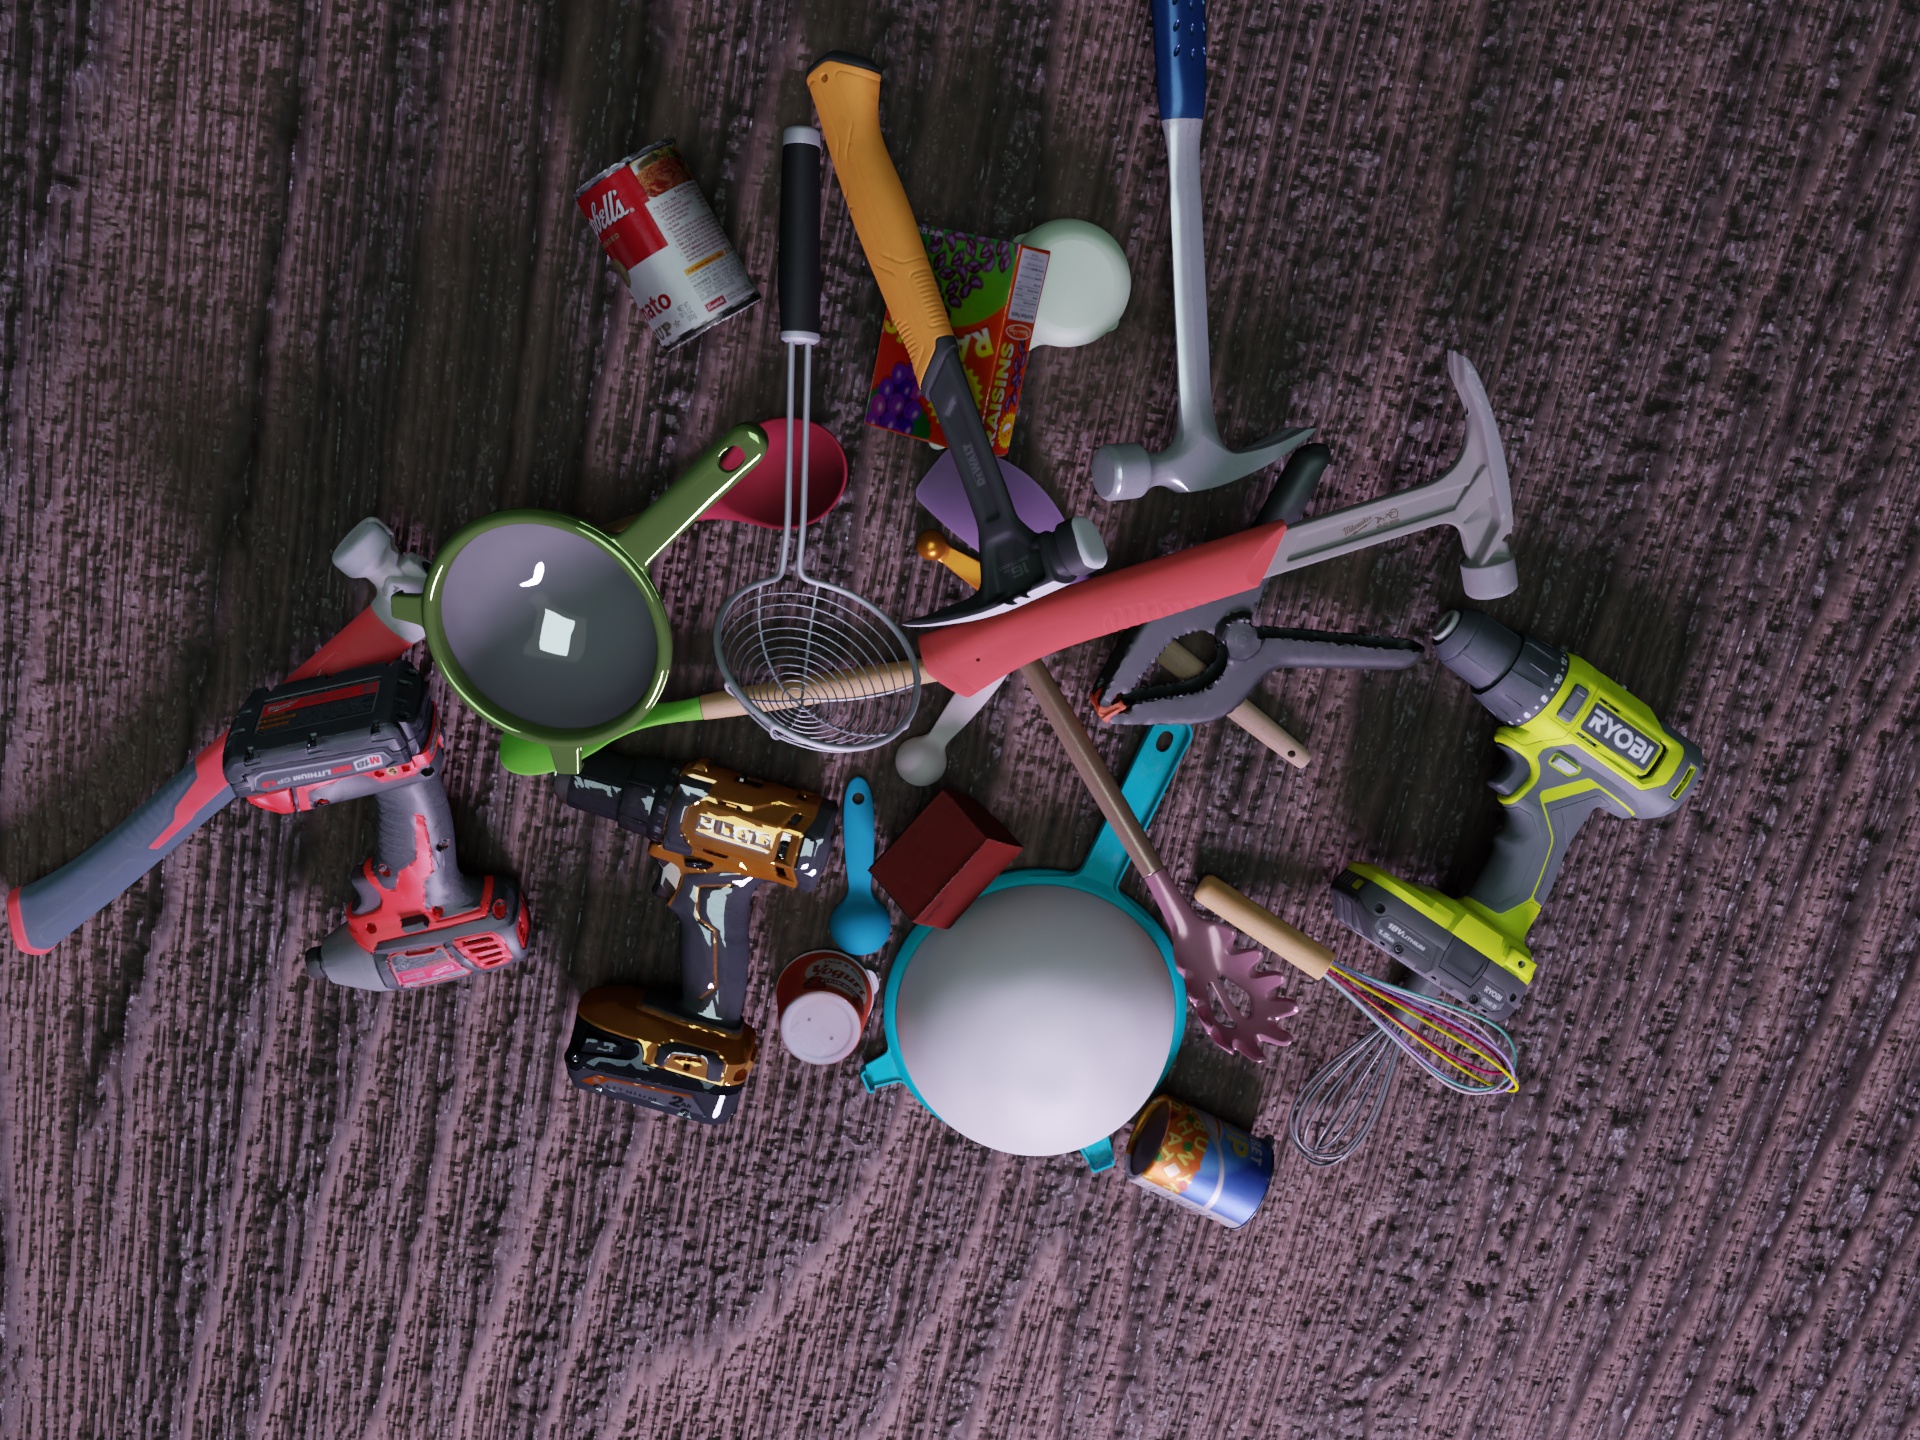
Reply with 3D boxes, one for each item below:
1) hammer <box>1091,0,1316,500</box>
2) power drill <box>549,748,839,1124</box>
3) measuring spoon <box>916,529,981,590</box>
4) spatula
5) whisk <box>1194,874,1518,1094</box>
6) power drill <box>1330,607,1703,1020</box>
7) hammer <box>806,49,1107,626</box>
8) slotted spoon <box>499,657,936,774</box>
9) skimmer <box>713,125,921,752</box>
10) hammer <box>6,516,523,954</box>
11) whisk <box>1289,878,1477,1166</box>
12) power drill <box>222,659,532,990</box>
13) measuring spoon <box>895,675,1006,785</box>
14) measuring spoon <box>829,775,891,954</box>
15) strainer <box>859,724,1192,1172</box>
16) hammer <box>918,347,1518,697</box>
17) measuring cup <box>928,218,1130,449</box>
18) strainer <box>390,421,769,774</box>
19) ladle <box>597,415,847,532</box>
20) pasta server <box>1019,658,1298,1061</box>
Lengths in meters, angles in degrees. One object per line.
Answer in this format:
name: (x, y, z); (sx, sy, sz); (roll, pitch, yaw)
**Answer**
hammer: (0.134, -0.338, 0.927); (0.144, 0.035, 0.405); (-10, 103, -23)
power drill: (-0.196, 0.132, 1.044); (0.185, 0.084, 0.226); (17, 101, -3)
measuring spoon: (0.022, -0.086, 1.021); (0.117, 0.011, 0.021); (32, 103, -10)
spatula: (0.108, -0.068, 1.026); (0.315, 0.018, 0.059); (38, 112, -11)
whisk: (0.265, 0.175, 1.061); (0.245, 0.047, 0.051); (33, 101, 8)
power drill: (0.343, 0.057, 1.028); (0.190, 0.080, 0.228); (33, 90, -7)
hammer: (-0.026, -0.222, 0.918); (0.127, 0.034, 0.337); (-21, 86, 31)
slotted spoon: (-0.140, -0.014, 1.019); (0.313, 0.070, 0.031); (-9, 133, -5)
skimmer: (-0.081, -0.165, 0.921); (0.127, 0.090, 0.363); (-1, 93, -30)
hammer: (-0.456, 0.039, 1.019); (0.386, 0.038, 0.143); (-37, 120, 12)
whisk: (0.302, 0.207, 1.102); (0.055, 0.055, 0.239); (30, 98, -10)
power drill: (-0.368, 0.080, 0.998); (0.143, 0.079, 0.219); (-12, 125, -3)
measuring spoon: (-0.002, -0.003, 1.030); (0.034, 0.018, 0.124); (34, 113, -8)
measuring spoon: (-0.068, 0.101, 1.066); (0.042, 0.021, 0.128); (-1, 107, -2)
strainer: (0.078, 0.157, 1.050); (0.211, 0.095, 0.340); (22, 105, -8)
hammer: (0.146, -0.097, 0.948); (0.359, 0.037, 0.149); (-17, 110, 4)
measuring cup: (0.037, -0.230, 0.966); (0.083, 0.038, 0.167); (39, 99, -12)
strainer: (-0.200, -0.095, 0.935); (0.256, 0.069, 0.151); (-38, 105, 21)
ladle: (-0.218, -0.114, 0.998); (0.315, 0.031, 0.069); (-20, 101, 5)
pasta server: (0.111, 0.071, 1.005); (0.060, 0.040, 0.316); (-29, 84, -15)
